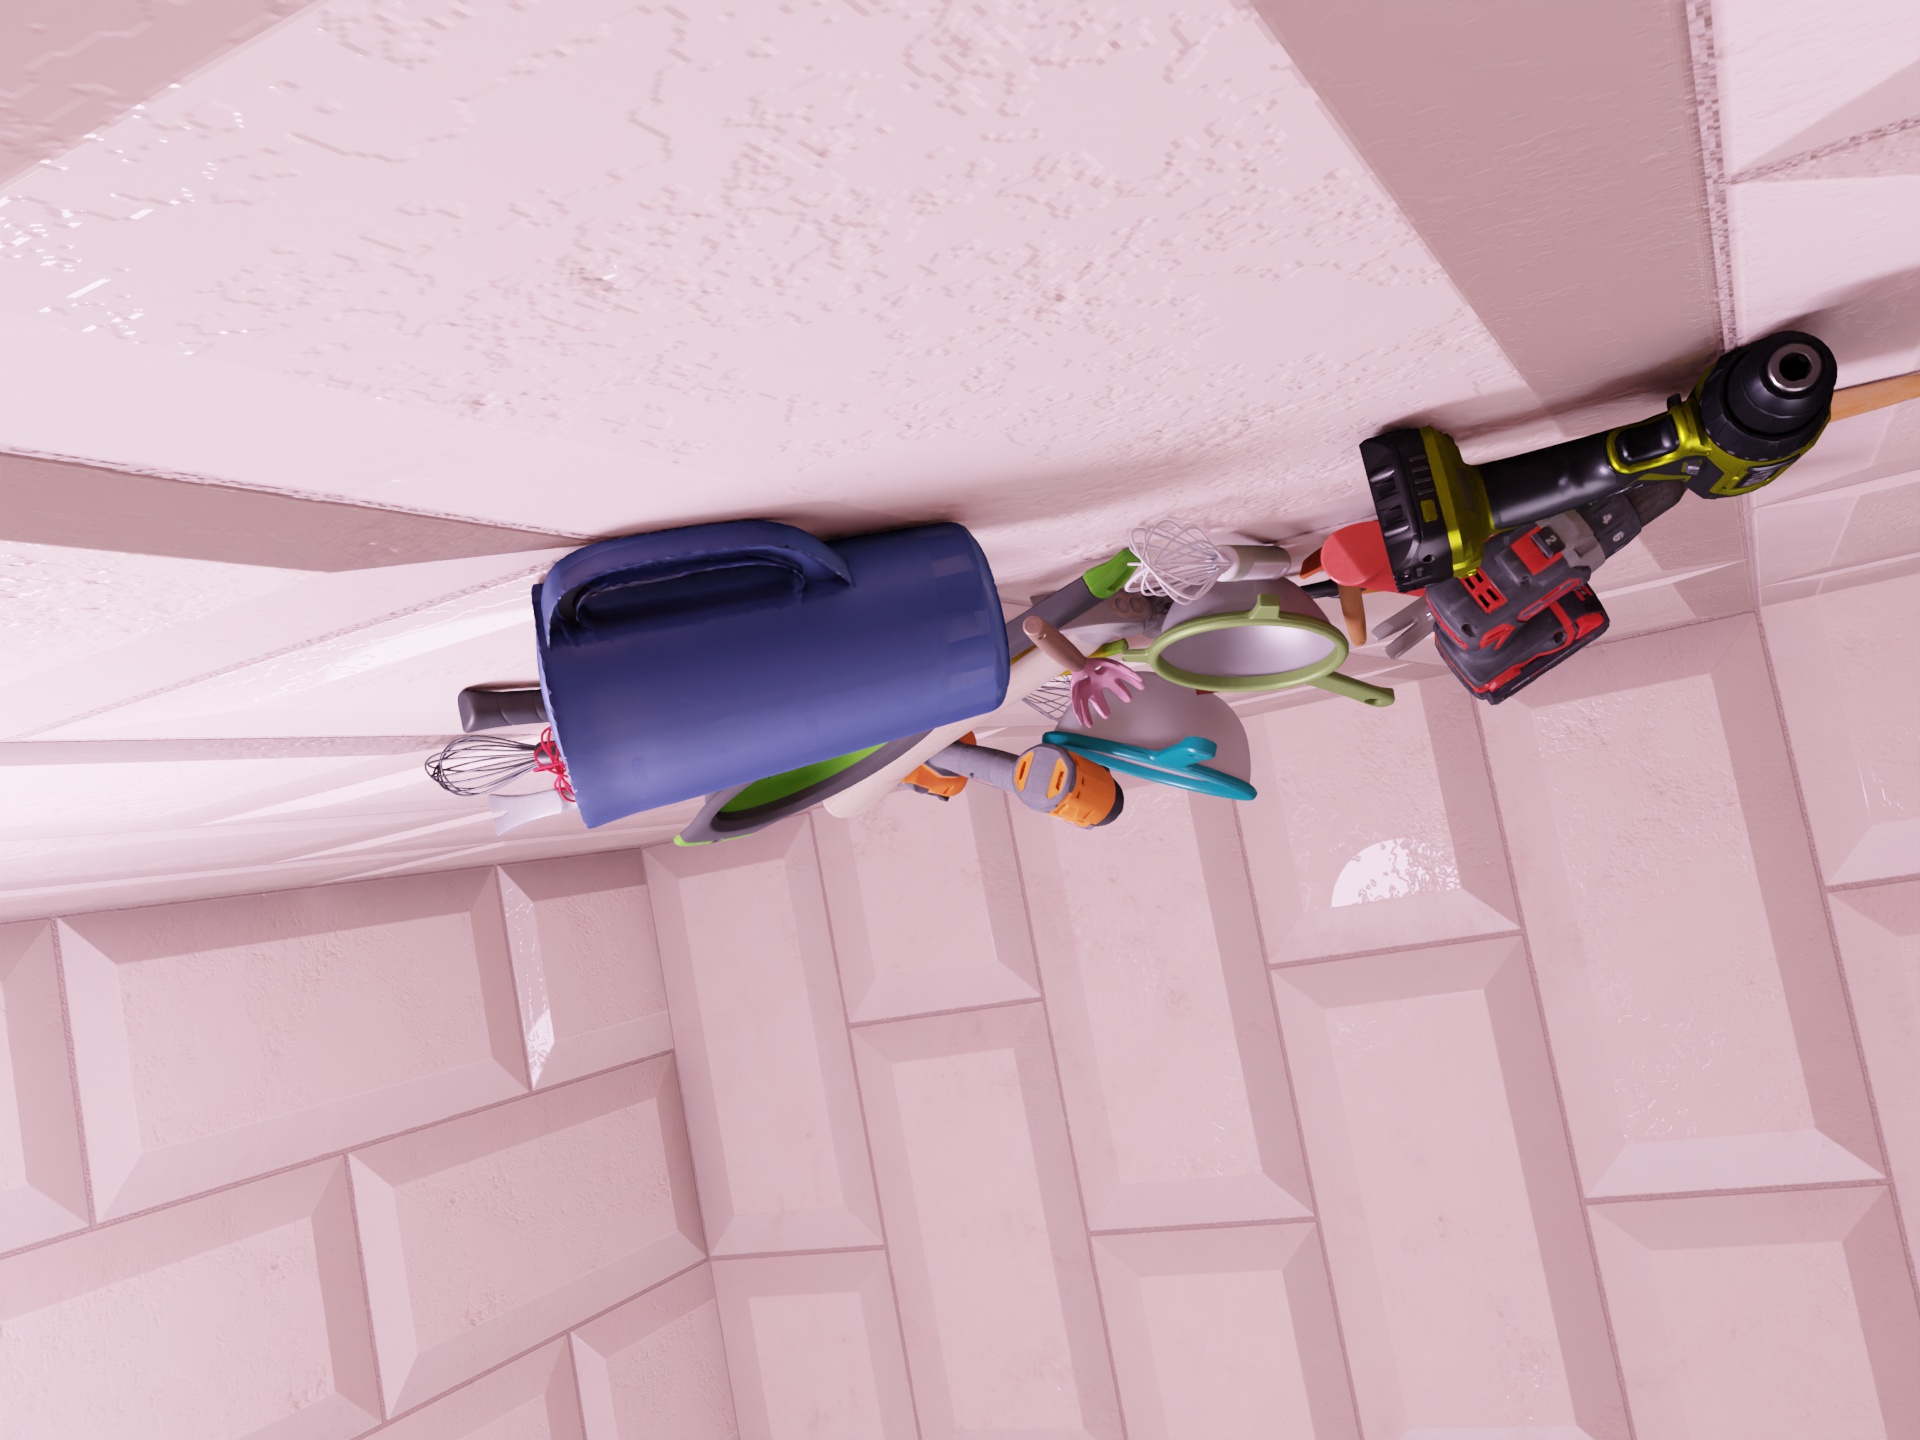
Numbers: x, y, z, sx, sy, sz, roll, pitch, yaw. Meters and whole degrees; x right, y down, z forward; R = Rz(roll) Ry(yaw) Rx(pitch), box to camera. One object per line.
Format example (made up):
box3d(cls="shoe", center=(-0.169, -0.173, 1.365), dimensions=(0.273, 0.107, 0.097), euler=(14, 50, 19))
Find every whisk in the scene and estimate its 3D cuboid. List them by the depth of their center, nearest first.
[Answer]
box3d(cls="whisk", center=(0.173, -0.105, 1.062), dimensions=(0.057, 0.059, 0.246), euler=(-45, 163, 26))
box3d(cls="whisk", center=(-0.226, 0.018, 1.200), dimensions=(0.073, 0.073, 0.296), euler=(-12, 180, 20))
box3d(cls="whisk", center=(-0.351, 0.032, 1.344), dimensions=(0.239, 0.055, 0.055), euler=(-7, 177, 22))
box3d(cls="whisk", center=(0.054, -0.036, 1.535), dimensions=(0.070, 0.070, 0.284), euler=(-14, 170, 31))

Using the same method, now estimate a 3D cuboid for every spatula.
box3d(cls="spatula", center=(0.301, -0.097, 1.219), dimensions=(0.081, 0.041, 0.322), euler=(-30, 161, 8))

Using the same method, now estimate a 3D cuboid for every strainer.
box3d(cls="strainer", center=(0.258, -0.066, 1.249), dimensions=(0.256, 0.069, 0.151), euler=(15, 157, -38))
box3d(cls="strainer", center=(0.194, 0.001, 1.457), dimensions=(0.211, 0.095, 0.340), euler=(16, 175, -2))

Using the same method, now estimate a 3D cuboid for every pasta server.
box3d(cls="pasta server", center=(0.084, -0.039, 1.144), dimensions=(0.060, 0.040, 0.316), euler=(-36, 168, 7))

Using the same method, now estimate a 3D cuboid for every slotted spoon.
box3d(cls="slotted spoon", center=(0.437, -0.169, 0.998), dimensions=(0.314, 0.031, 0.070), euler=(-13, 174, 14))

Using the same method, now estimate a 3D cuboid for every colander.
box3d(cls="colander", center=(-0.054, -0.043, 1.142), dimensions=(0.397, 0.094, 0.204), euler=(-32, 168, 21))

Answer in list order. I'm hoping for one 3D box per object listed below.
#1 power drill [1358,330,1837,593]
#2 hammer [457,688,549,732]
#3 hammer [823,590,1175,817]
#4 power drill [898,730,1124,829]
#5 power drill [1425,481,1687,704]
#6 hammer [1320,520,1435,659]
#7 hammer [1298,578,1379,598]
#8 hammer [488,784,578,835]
box3d(cls="power drill", center=(0.335, -0.139, 0.841), dimensions=(0.228, 0.080, 0.190), euler=(-15, 174, 16))
box3d(cls="hammer", center=(-0.216, -0.018, 1.276), dimensions=(0.149, 0.036, 0.408), euler=(-17, 172, 42))
box3d(cls="hammer", center=(-0.002, -0.004, 1.355), dimensions=(0.146, 0.038, 0.410), euler=(-4, 158, -42))
box3d(cls="power drill", center=(0.043, 0.050, 1.516), dimensions=(0.227, 0.084, 0.164), euler=(14, 174, 33))
box3d(cls="power drill", center=(0.420, -0.103, 1.126), dimensions=(0.188, 0.080, 0.226), euler=(-35, 162, 7))
box3d(cls="hammer", center=(0.317, -0.099, 1.137), dimensions=(0.149, 0.037, 0.359), euler=(-40, 163, 25))
box3d(cls="hammer", center=(0.345, -0.116, 1.335), dimensions=(0.337, 0.034, 0.127), euler=(-10, 174, -2))
box3d(cls="hammer", center=(-0.256, 0.050, 1.437), dimensions=(0.144, 0.035, 0.405), euler=(-12, 180, 23))
